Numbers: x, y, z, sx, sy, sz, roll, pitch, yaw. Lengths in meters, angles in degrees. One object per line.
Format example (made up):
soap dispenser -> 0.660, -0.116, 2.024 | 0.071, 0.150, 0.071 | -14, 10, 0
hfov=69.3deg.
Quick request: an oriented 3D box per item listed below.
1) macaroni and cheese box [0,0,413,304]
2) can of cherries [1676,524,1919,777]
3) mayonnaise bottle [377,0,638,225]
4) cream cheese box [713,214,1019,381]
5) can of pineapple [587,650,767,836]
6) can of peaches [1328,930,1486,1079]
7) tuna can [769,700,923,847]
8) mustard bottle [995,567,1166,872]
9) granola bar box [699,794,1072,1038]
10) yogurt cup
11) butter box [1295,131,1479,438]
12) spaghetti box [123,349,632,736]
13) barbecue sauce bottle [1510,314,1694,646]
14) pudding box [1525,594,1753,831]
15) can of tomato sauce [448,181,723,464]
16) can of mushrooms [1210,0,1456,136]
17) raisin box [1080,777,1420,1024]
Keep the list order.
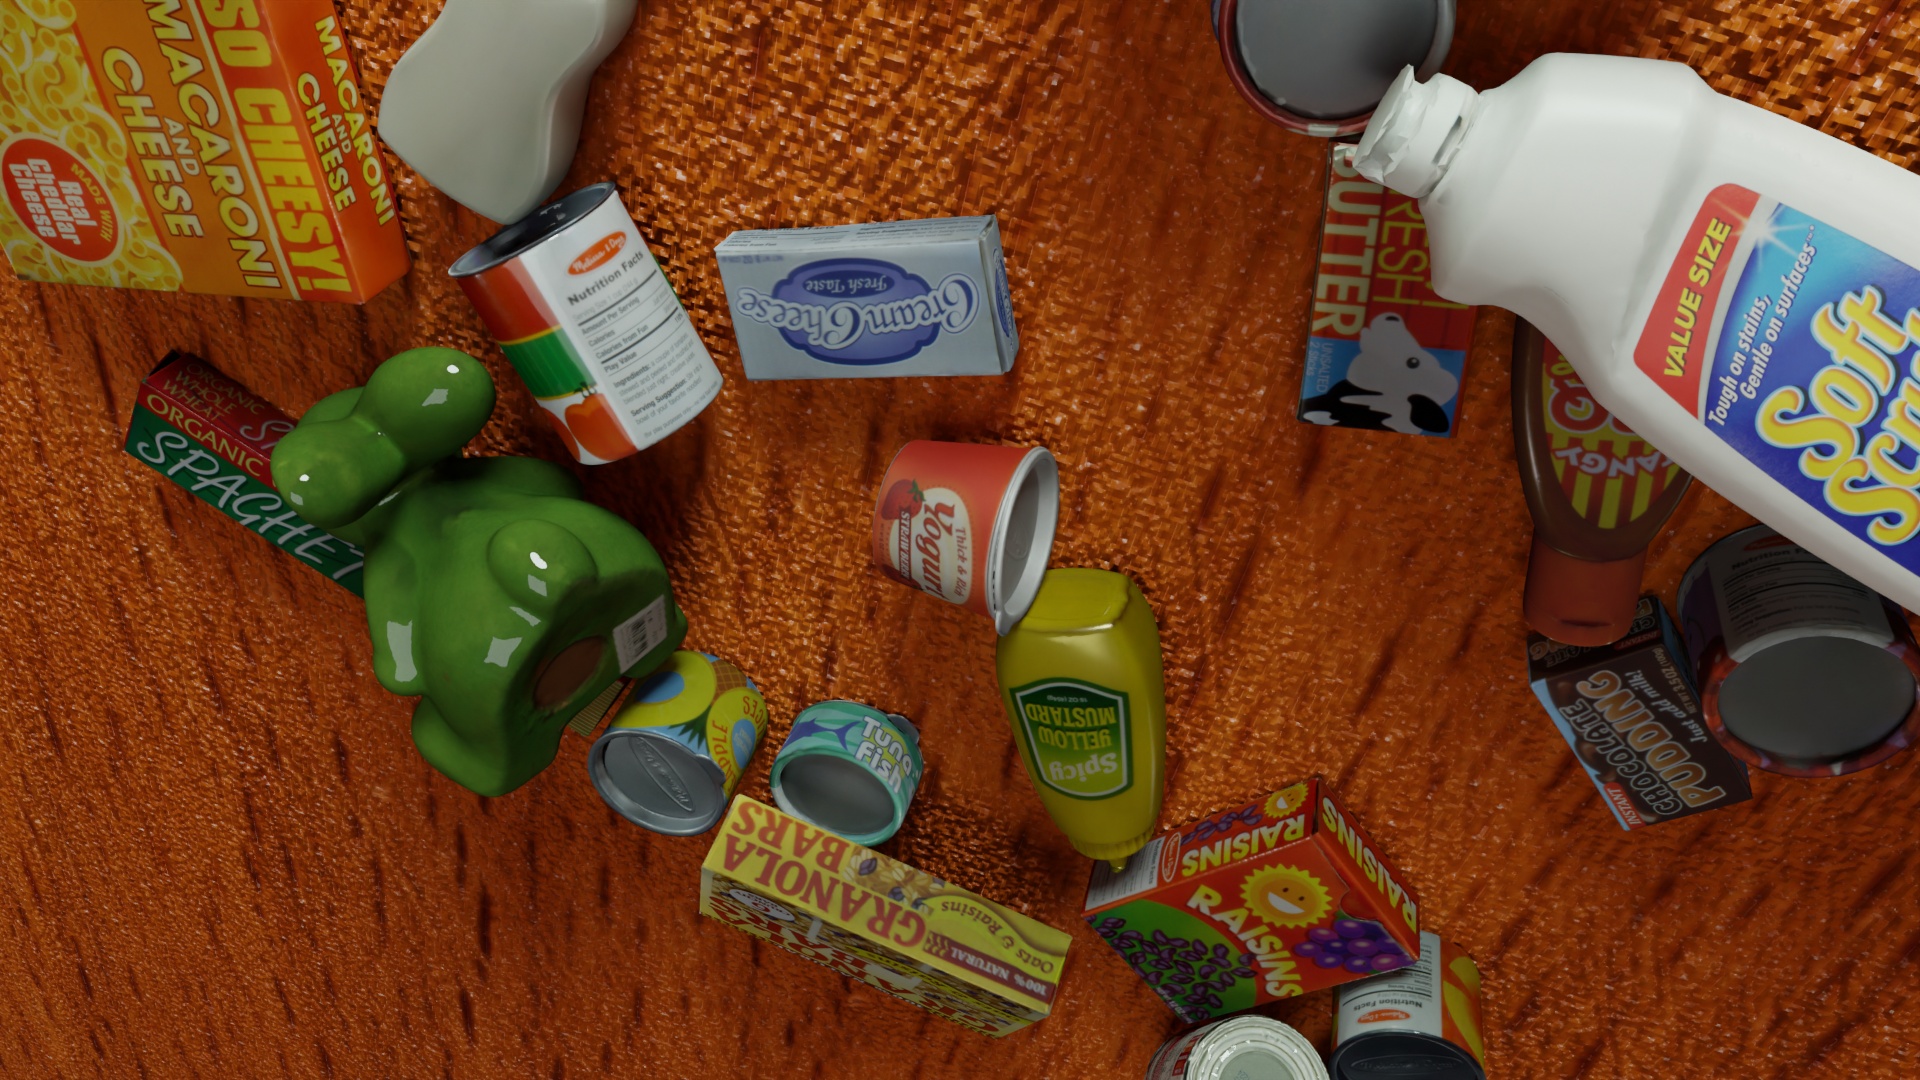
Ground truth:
macaroni and cheese box -> -0.304, -0.158, 0.527 | 0.166, 0.040, 0.123 | 6, 126, 14
can of cherries -> 0.283, 0.039, 0.468 | 0.071, 0.059, 0.071 | 9, 127, 12
mayonnaise bottle -> -0.140, -0.177, 0.460 | 0.065, 0.041, 0.147 | 36, 127, -11
cream cheese box -> -0.034, -0.087, 0.501 | 0.104, 0.024, 0.053 | 1, 126, 17
can of pineapple -> -0.127, 0.093, 0.641 | 0.071, 0.058, 0.070 | 9, 127, 12
can of peaches -> 0.202, 0.220, 0.628 | 0.071, 0.058, 0.071 | 8, 127, 11
tuna can -> -0.051, 0.108, 0.644 | 0.071, 0.033, 0.070 | 9, 128, 12
mustard bottle -> 0.057, 0.086, 0.582 | 0.065, 0.049, 0.159 | -1, 124, 21
granola bar box -> -0.041, 0.183, 0.663 | 0.165, 0.039, 0.123 | 23, 153, 0
yogurt cup -> 0.002, -0.007, 0.524 | 0.054, 0.073, 0.072 | 13, 128, 19
butter box -> 0.141, -0.083, 0.447 | 0.053, 0.024, 0.103 | 7, 127, 14
spaghetti box -> -0.263, 0.004, 0.639 | 0.250, 0.029, 0.050 | 34, 127, -8
barbecue sauce bottle -> 0.209, -0.034, 0.449 | 0.065, 0.044, 0.147 | 3, 126, 15
pudding box -> 0.251, 0.065, 0.516 | 0.049, 0.030, 0.083 | -25, 114, 32
can of tomato sauce -> -0.137, -0.080, 0.514 | 0.071, 0.071, 0.082 | -13, 121, 26
can of mushrooms -> 0.106, -0.153, 0.402 | 0.071, 0.034, 0.070 | 9, 128, 11
raisin box -> 0.129, 0.164, 0.622 | 0.123, 0.040, 0.086 | -29, 111, 32
